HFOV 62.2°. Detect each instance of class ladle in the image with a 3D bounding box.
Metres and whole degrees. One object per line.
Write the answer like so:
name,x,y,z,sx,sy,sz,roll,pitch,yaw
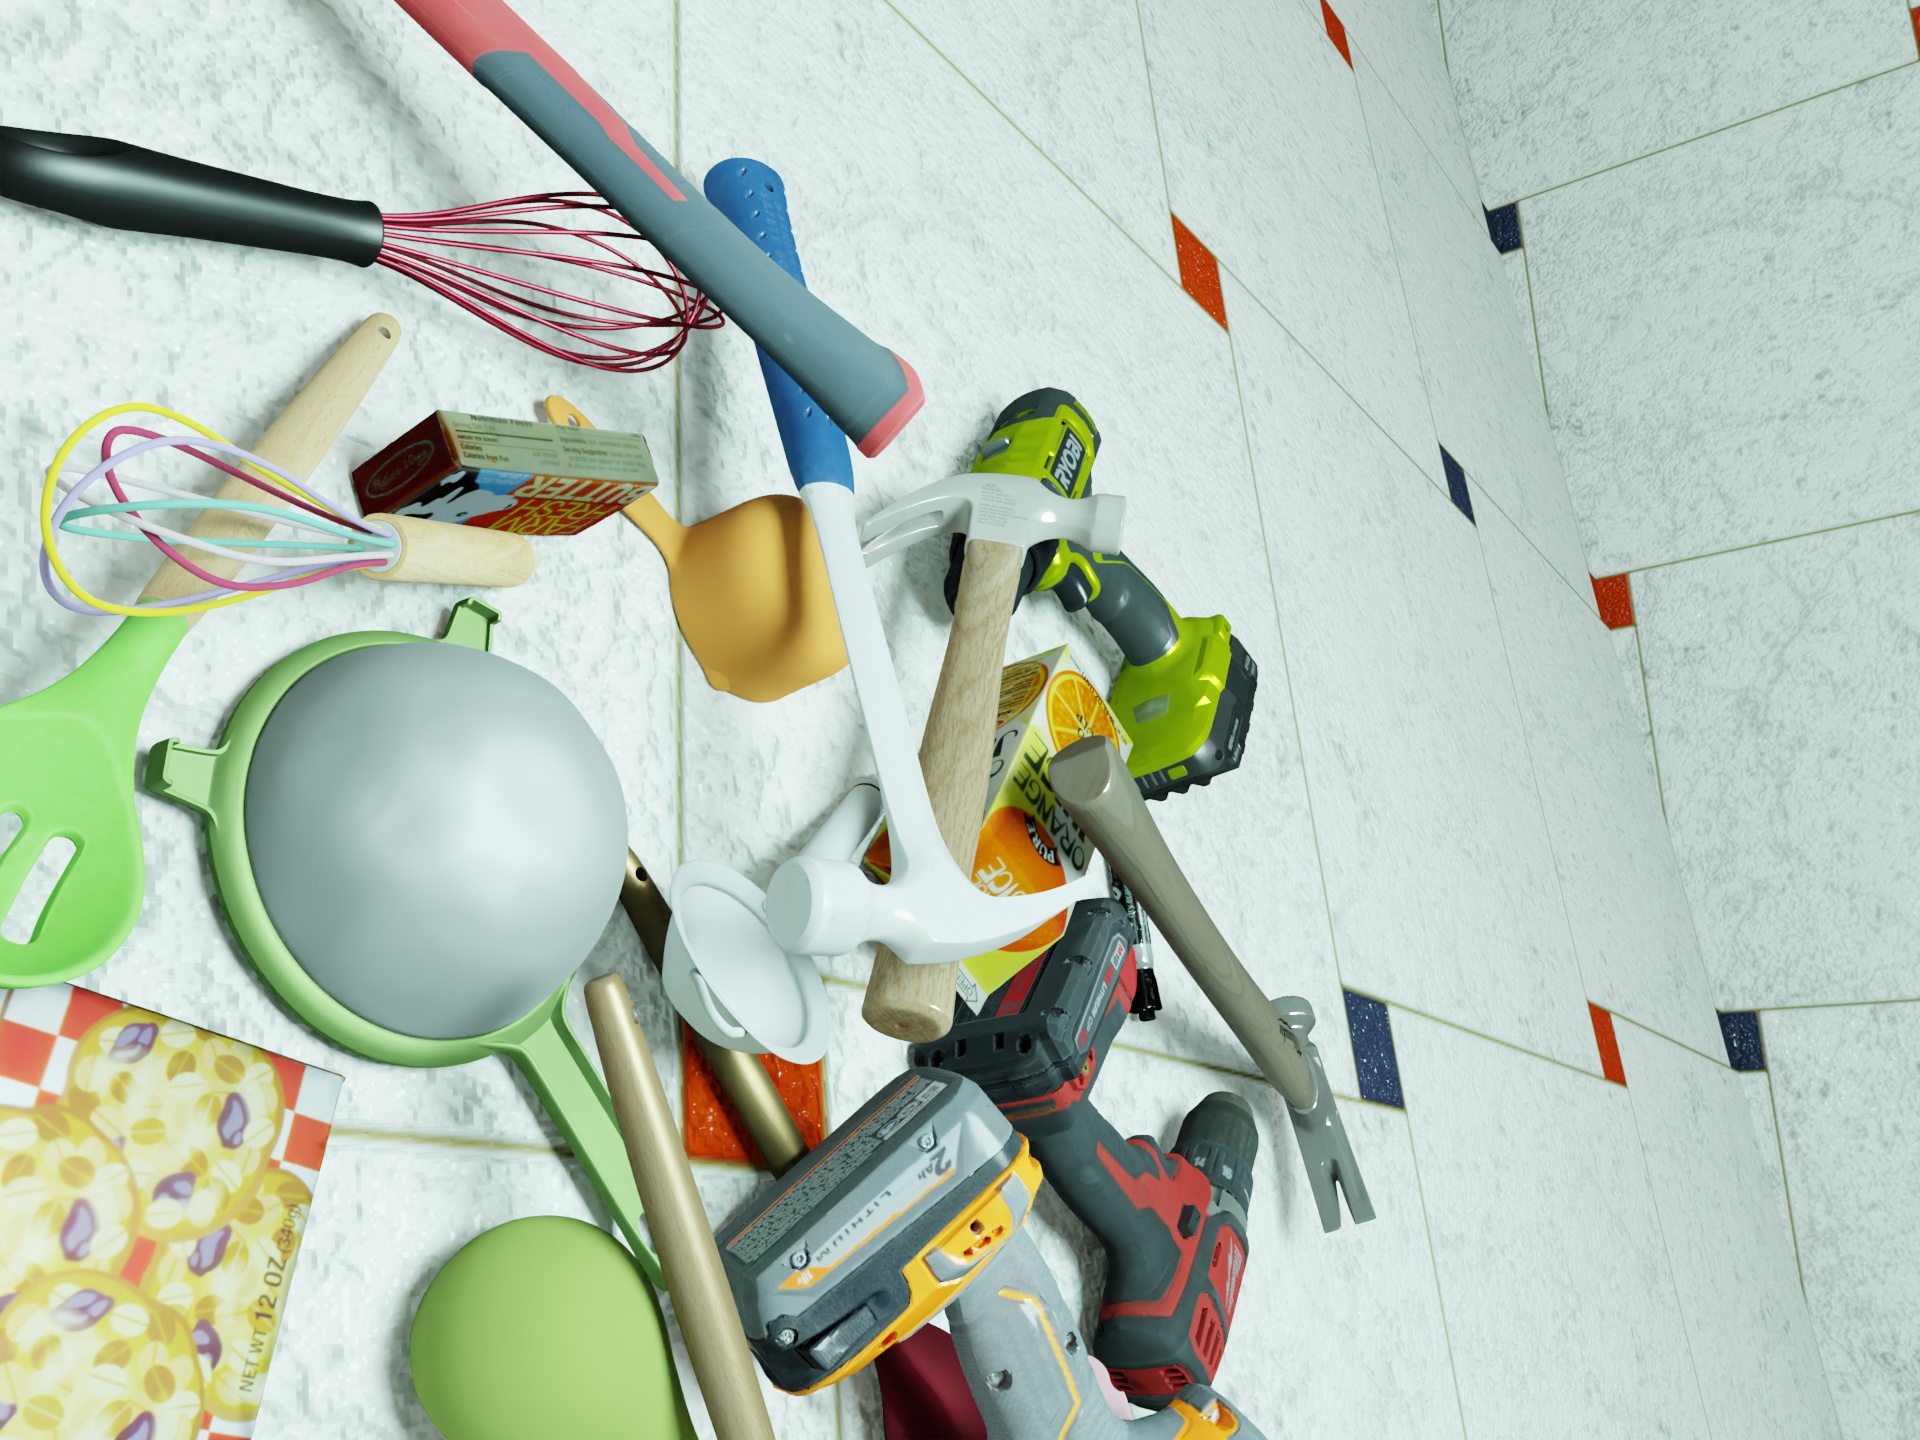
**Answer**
ladle,-0.061,0.185,0.629,0.315,0.031,0.069,62,34,-9
ladle,-0.076,0.292,0.542,0.320,0.062,0.078,63,30,-24

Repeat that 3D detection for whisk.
whisk,-0.200,-0.175,0.584,0.295,0.073,0.073,-4,77,-51
whisk,-0.188,-0.058,0.485,0.245,0.051,0.047,-17,88,-80

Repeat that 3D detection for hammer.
hammer,0.139,0.140,0.837,0.410,0.038,0.146,52,20,-47
hammer,-0.050,-0.085,0.676,0.144,0.035,0.406,10,52,-40
hammer,-0.001,-0.002,0.724,0.031,0.130,0.332,95,5,-47
hammer,-0.169,-0.235,0.585,0.386,0.038,0.143,43,38,-9

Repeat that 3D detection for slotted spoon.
slotted spoon,-0.224,-0.044,0.472,0.070,0.031,0.314,45,31,-28

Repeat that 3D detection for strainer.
strainer,-0.067,0.071,0.644,0.087,0.050,0.258,53,22,-6
strainer,-0.136,0.079,0.530,0.256,0.069,0.151,62,32,-9

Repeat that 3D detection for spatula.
spatula,-0.055,0.227,0.501,0.082,0.044,0.317,-137,-150,-86

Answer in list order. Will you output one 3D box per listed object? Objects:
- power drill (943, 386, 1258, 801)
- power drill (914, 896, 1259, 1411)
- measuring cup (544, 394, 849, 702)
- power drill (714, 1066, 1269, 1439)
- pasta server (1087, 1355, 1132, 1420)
power drill,0.078,-0.061,0.928,0.228,0.080,0.191,50,37,-24
power drill,0.083,0.198,0.794,0.226,0.080,0.188,61,33,-19
measuring cup,-0.103,-0.083,0.684,0.173,0.052,0.095,49,38,-34
power drill,0.007,0.262,0.584,0.164,0.084,0.226,-39,98,-22
pasta server,0.030,0.412,0.613,0.040,0.060,0.316,108,-9,-66
